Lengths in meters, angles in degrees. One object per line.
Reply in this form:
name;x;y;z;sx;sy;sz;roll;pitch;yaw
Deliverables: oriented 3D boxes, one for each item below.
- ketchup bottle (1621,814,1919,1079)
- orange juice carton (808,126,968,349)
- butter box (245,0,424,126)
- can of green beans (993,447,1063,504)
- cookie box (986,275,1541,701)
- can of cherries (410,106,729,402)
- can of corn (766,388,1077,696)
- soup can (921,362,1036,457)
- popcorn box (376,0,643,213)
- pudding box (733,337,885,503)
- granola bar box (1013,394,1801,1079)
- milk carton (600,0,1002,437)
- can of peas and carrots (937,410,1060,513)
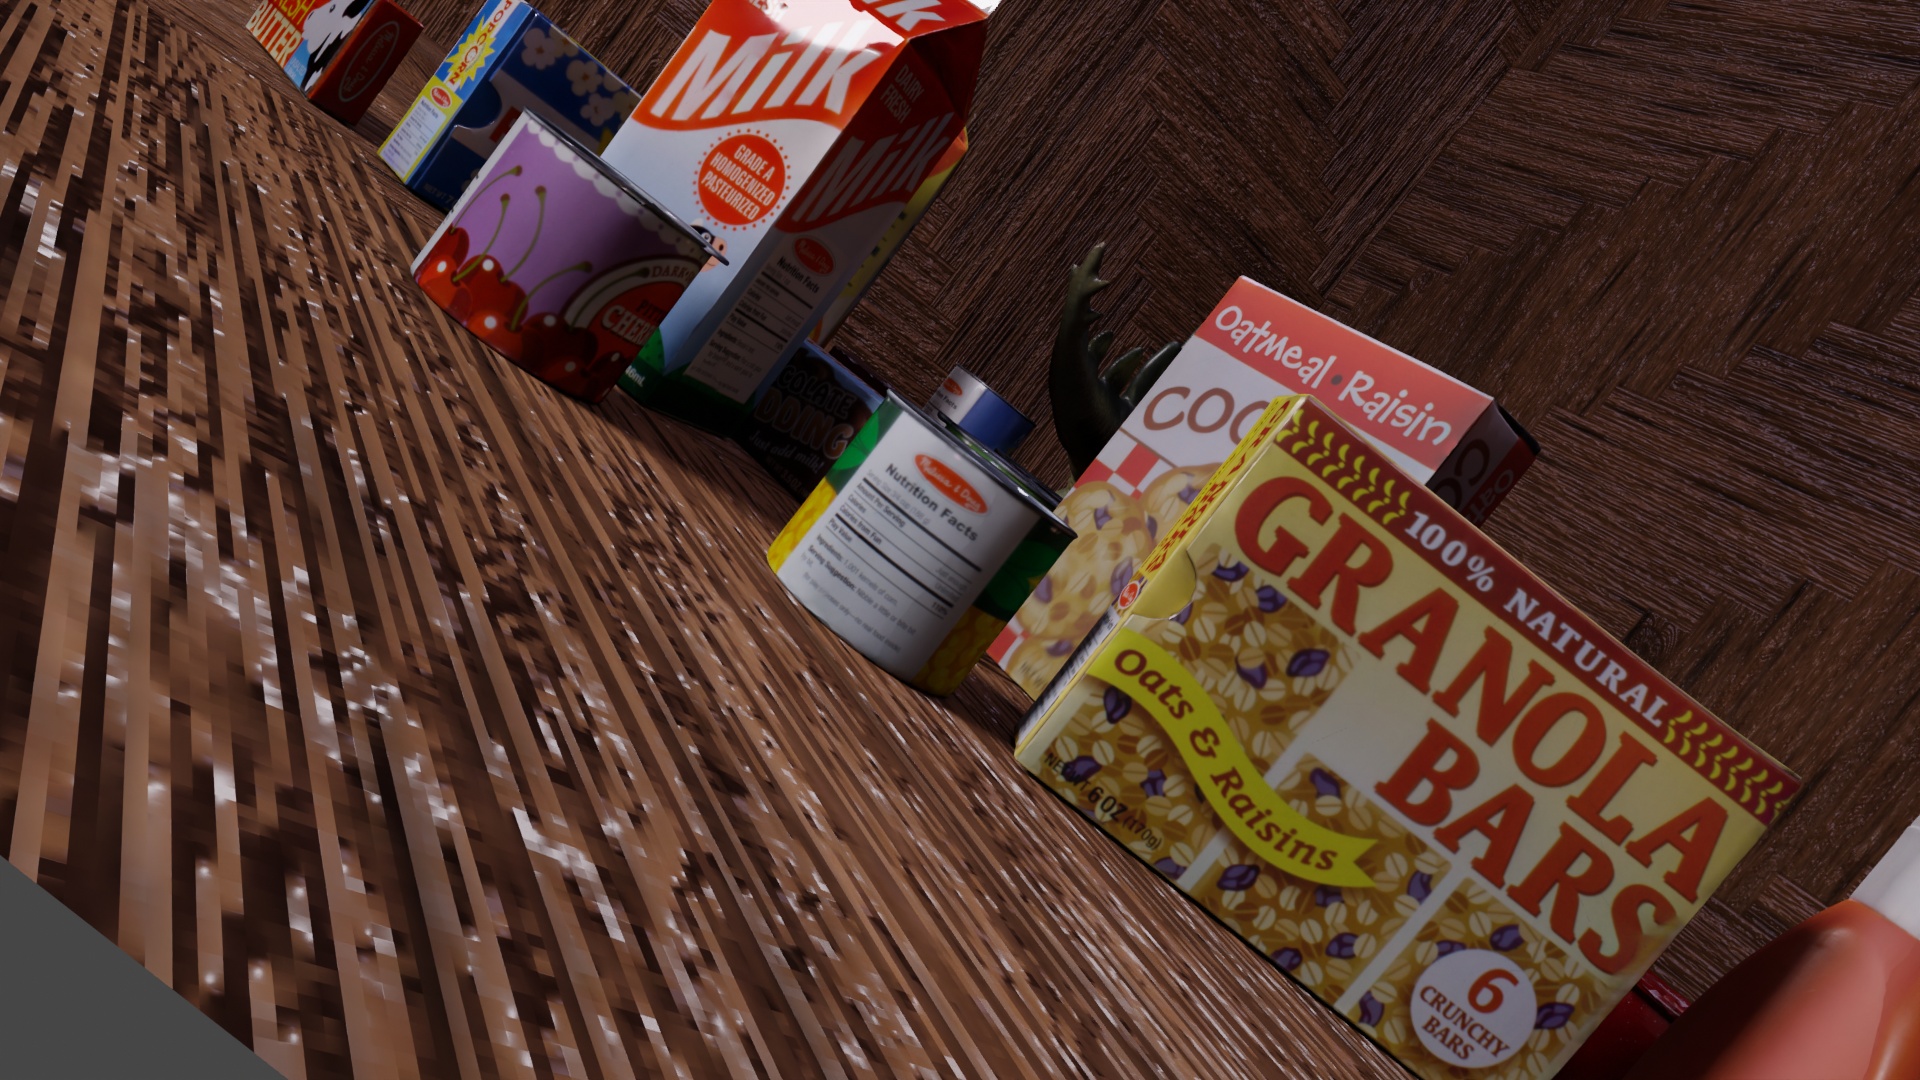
ketchup bottle;0.246;0.142;0.396;0.043;0.148;0.065;36;5;-25
orange juice carton;-0.059;-0.145;0.607;0.073;0.192;0.072;37;4;-8
butter box;-0.270;-0.220;0.596;0.104;0.053;0.024;42;6;40
can of green beans;0.027;-0.007;0.745;0.071;0.058;0.071;38;5;-3
cookie box;0.092;0.002;0.477;0.040;0.167;0.123;34;6;-41
can of cherries;-0.113;-0.080;0.404;0.071;0.058;0.071;38;5;-3
can of corn;-0.010;0.001;0.387;0.071;0.058;0.071;38;5;-3
soup can;0.001;-0.062;0.910;0.071;0.083;0.071;38;4;-3
popcorn box;-0.165;-0.157;0.587;0.038;0.085;0.126;41;6;36
pudding box;-0.058;-0.047;0.543;0.084;0.049;0.030;41;5;37
granola bar box;0.116;0.059;0.377;0.165;0.124;0.039;38;4;0
milk carton;-0.065;-0.137;0.497;0.072;0.190;0.073;39;4;16
can of peas and carrots;0.002;-0.007;0.551;0.071;0.058;0.071;38;5;-3
